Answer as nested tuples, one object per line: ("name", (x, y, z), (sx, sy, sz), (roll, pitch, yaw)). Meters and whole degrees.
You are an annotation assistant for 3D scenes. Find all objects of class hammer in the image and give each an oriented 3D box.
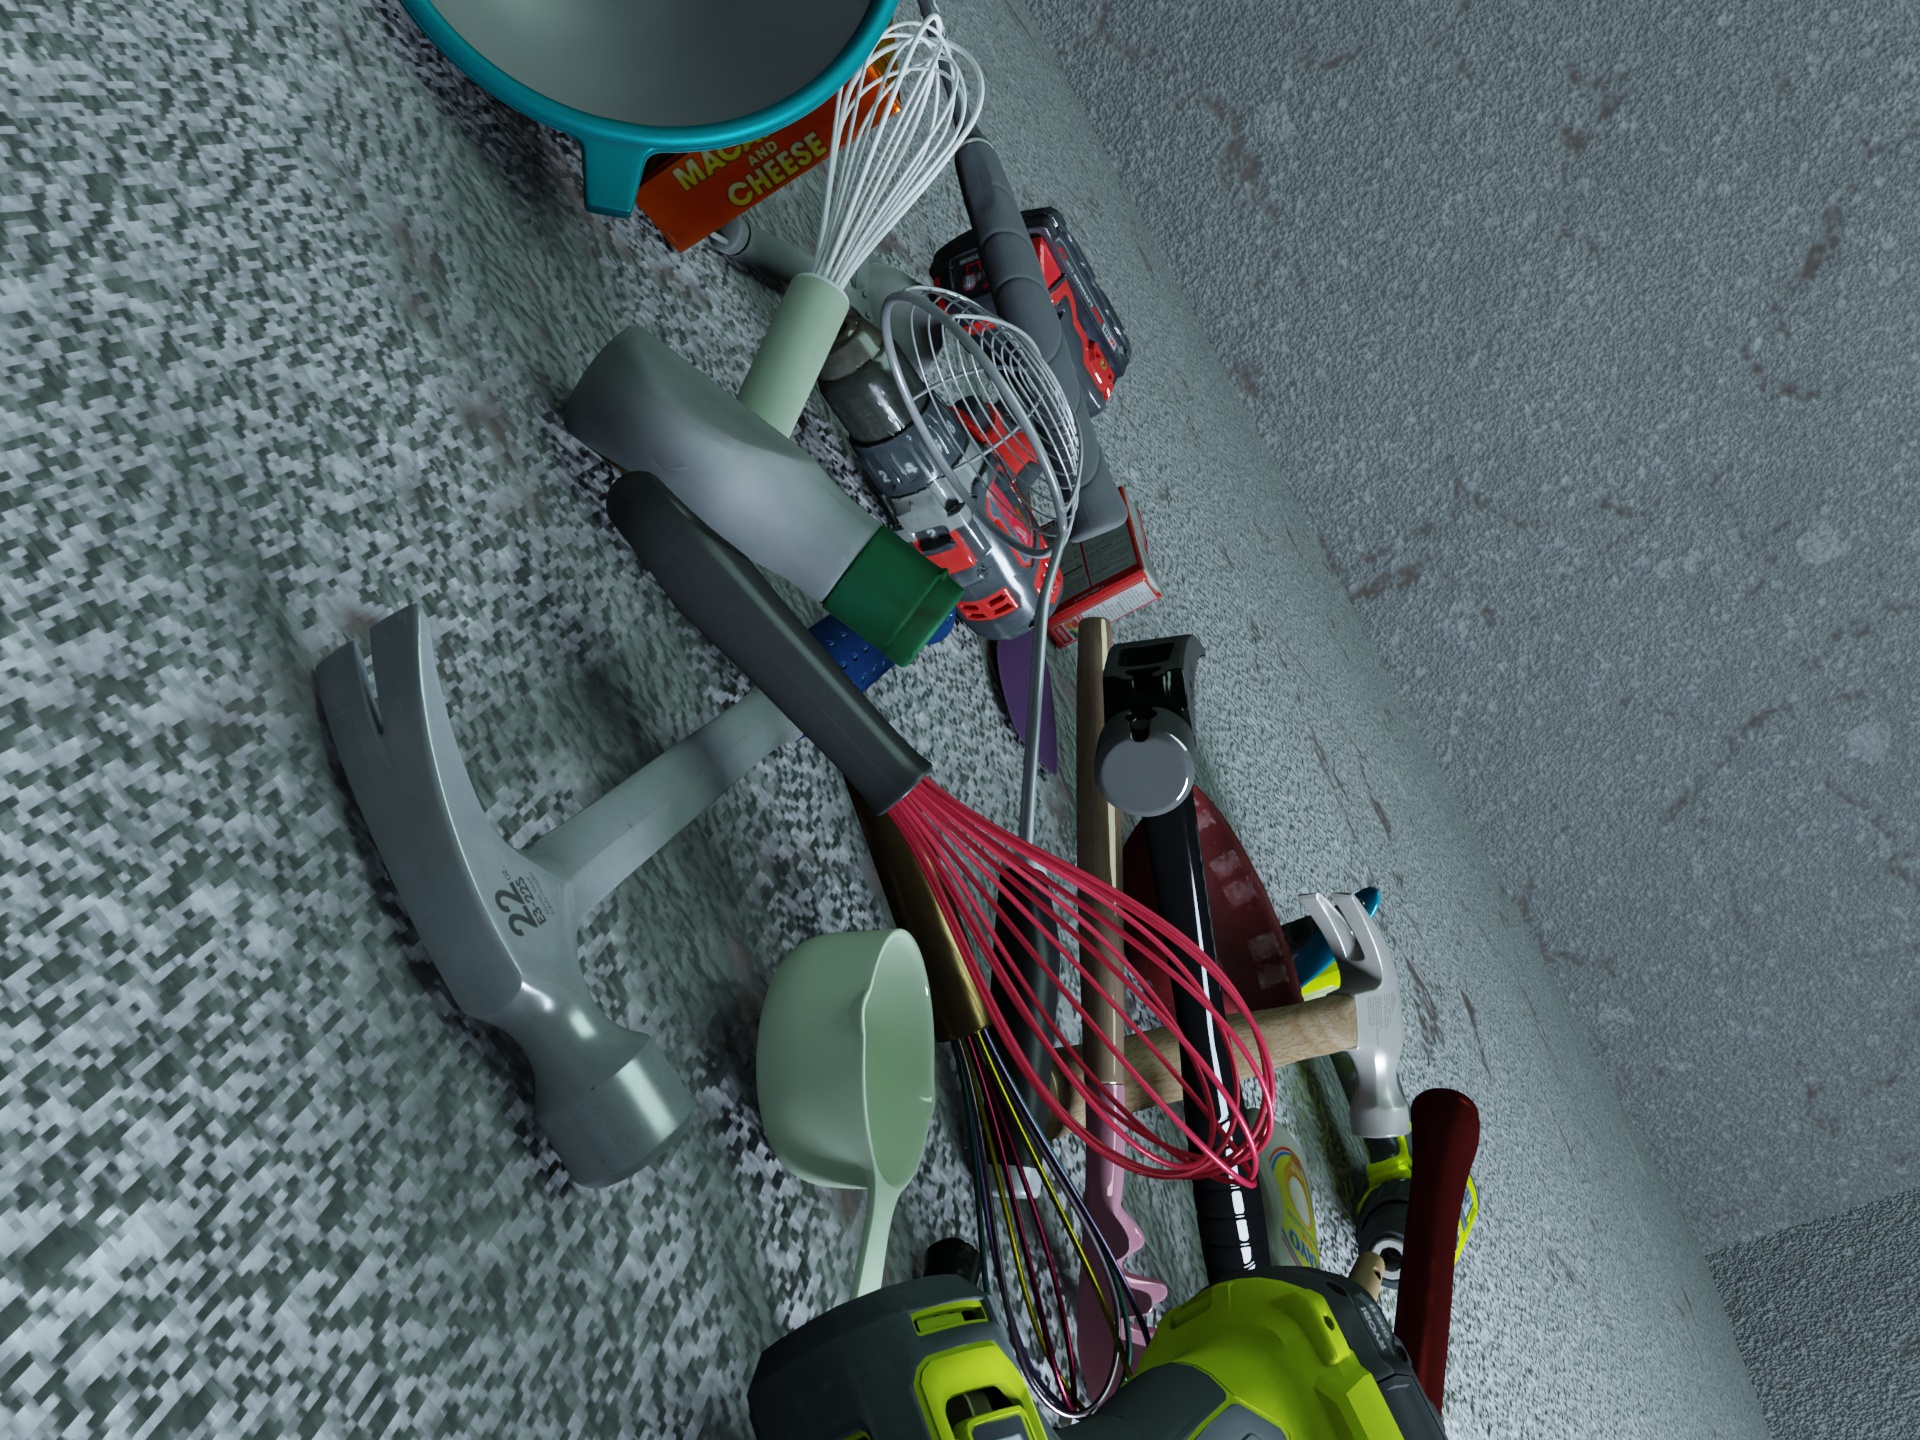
("hammer", (0.127, 0.149, 0.735), (0.331, 0.031, 0.130), (4, 80, -51))
("hammer", (0.208, 0.296, 0.736), (0.149, 0.037, 0.359), (65, 30, -22))
("hammer", (0.095, 0.126, 0.617), (0.146, 0.035, 0.334), (-70, 151, -66))
("hammer", (0.003, -0.278, 0.737), (0.149, 0.036, 0.409), (-5, 77, -76))
("hammer", (-0.070, -0.007, 0.554), (0.144, 0.035, 0.405), (60, 20, -8))

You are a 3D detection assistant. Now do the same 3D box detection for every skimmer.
("skimmer", (-0.001, -0.002, 0.631), (0.127, 0.090, 0.363), (94, 0, -70))

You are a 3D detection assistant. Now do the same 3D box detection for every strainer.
("strainer", (-0.083, -0.359, 0.647), (0.211, 0.340, 0.095), (52, -14, -11))
("strainer", (-0.063, -0.230, 0.857), (0.258, 0.050, 0.087), (3, 77, -64))

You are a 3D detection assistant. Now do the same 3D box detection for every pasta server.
("pasta server", (0.062, 0.111, 0.607), (0.060, 0.040, 0.316), (50, 38, -70))

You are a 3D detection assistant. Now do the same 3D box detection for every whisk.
("whisk", (0.007, 0.126, 0.536), (0.047, 0.051, 0.245), (141, -70, -87))
("whisk", (-0.052, -0.175, 0.627), (0.059, 0.058, 0.246), (100, 12, -76))
("whisk", (-0.004, 0.036, 0.493), (0.296, 0.073, 0.073), (48, 21, -5))

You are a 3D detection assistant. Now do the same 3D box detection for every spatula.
("spatula", (0.036, -0.087, 0.947), (0.059, 0.018, 0.316), (49, 25, -32))

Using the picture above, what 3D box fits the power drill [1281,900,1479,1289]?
("power drill", (0.252, 0.234, 0.994), (0.190, 0.080, 0.229), (10, 58, -66))

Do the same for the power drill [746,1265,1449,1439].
("power drill", (0.057, 0.224, 0.400), (0.223, 0.080, 0.171), (16, 42, -51))

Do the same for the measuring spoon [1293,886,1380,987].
("measuring spoon", (0.195, 0.139, 0.916), (0.021, 0.128, 0.042), (10, 38, -36))

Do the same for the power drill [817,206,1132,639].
("power drill", (0.007, -0.178, 0.840), (0.187, 0.080, 0.227), (53, 40, -35))

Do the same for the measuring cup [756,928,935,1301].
("measuring cup", (-0.040, 0.139, 0.452), (0.083, 0.038, 0.168), (66, 27, -56))

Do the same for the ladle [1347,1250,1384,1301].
("ladle", (0.132, 0.283, 0.590), (0.078, 0.062, 0.320), (59, 29, 1))
